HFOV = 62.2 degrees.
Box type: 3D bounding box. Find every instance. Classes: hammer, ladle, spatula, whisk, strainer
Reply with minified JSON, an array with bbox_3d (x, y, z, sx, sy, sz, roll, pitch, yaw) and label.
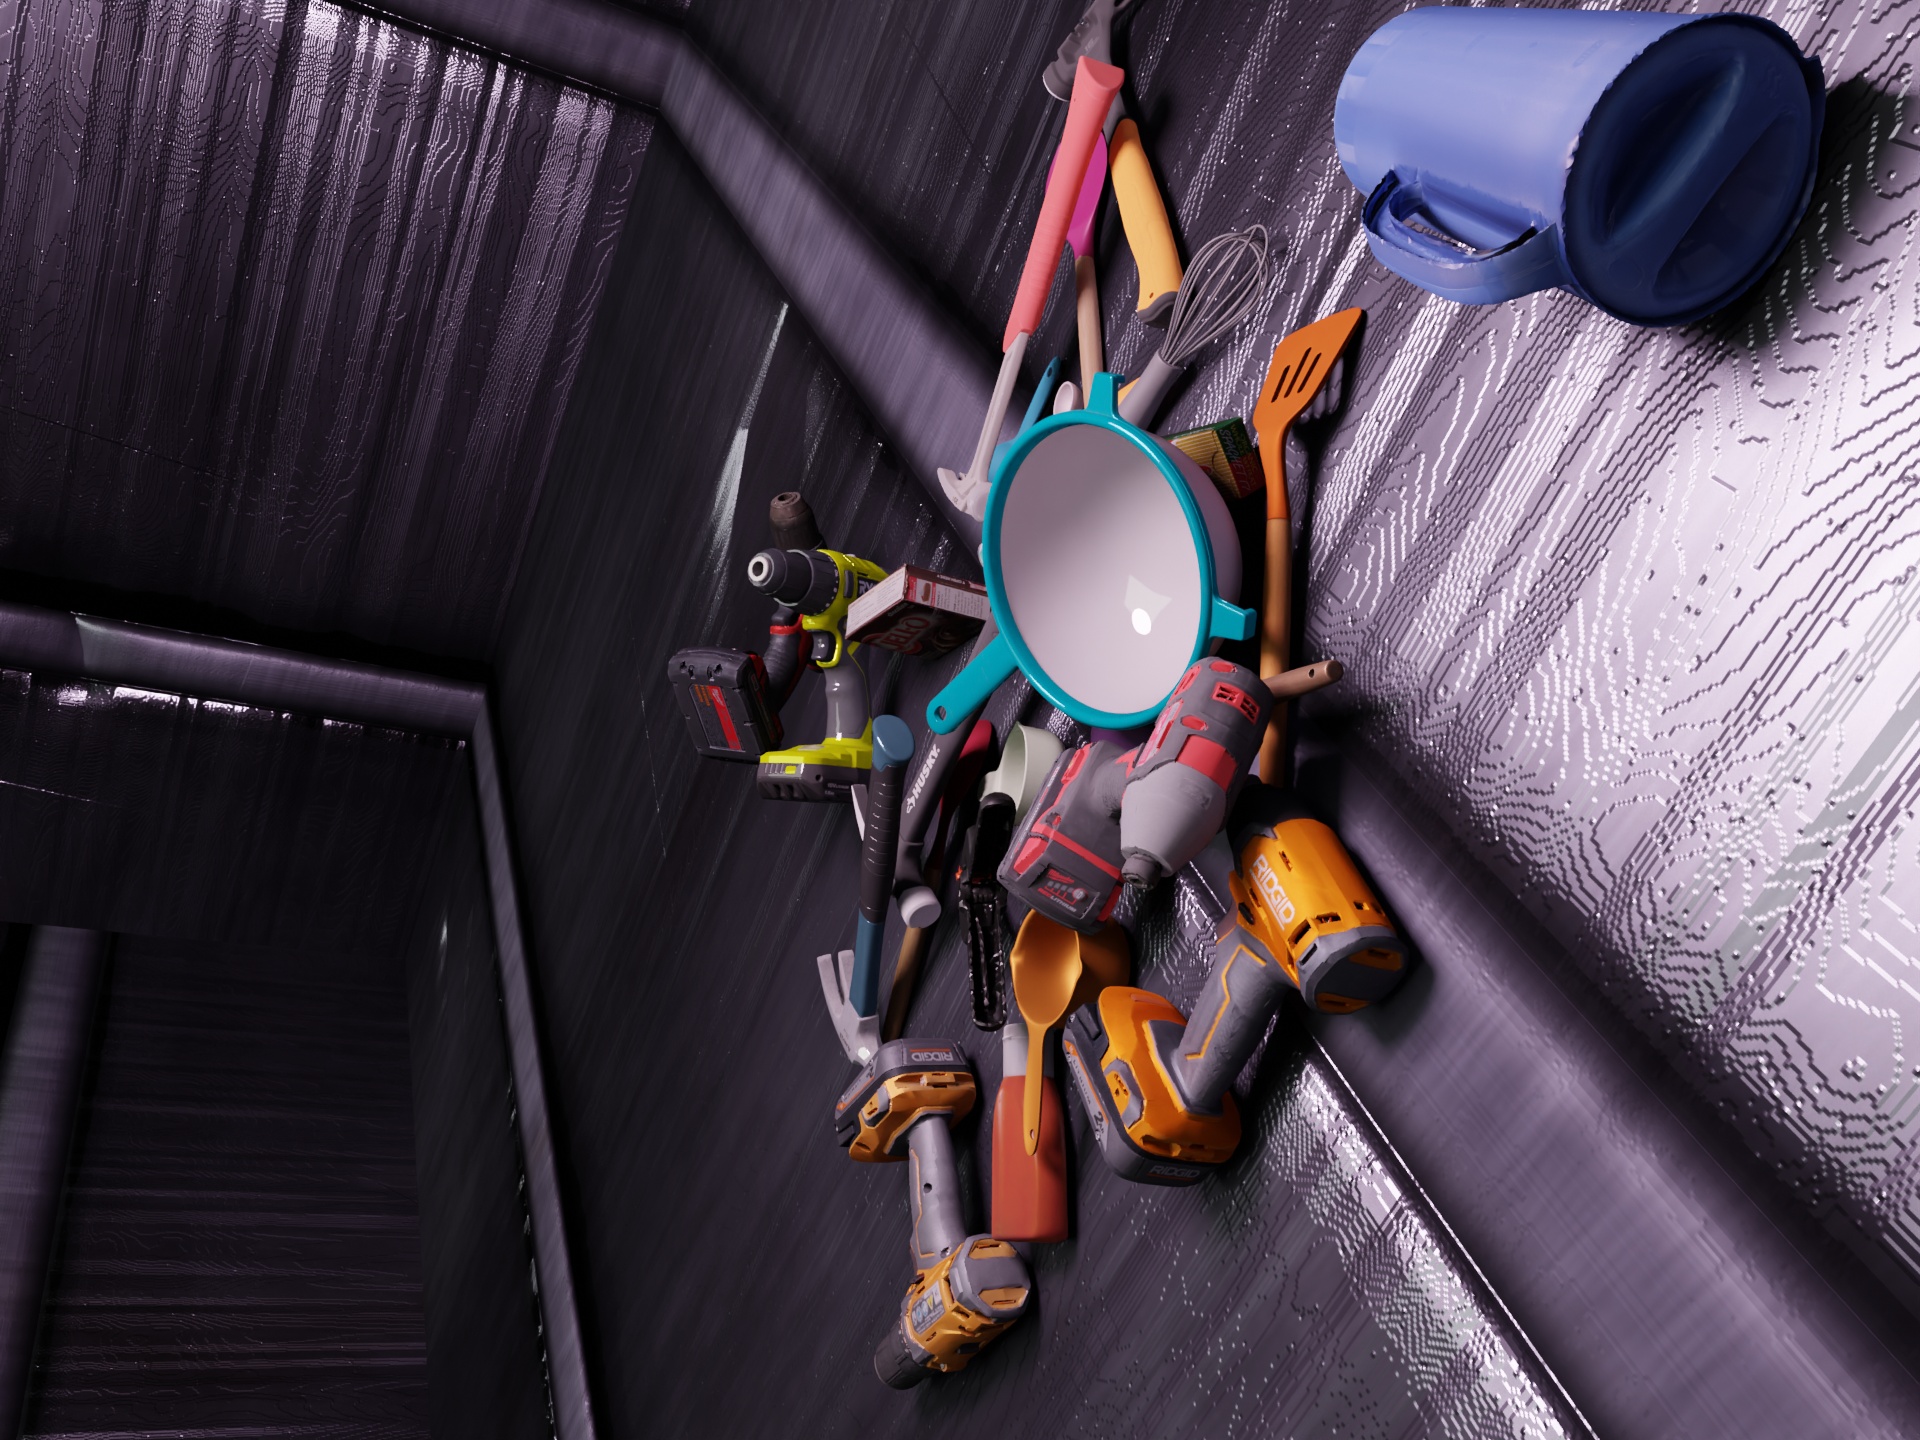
[{"bbox_3d":[0.135,-0.440,1.233,0.127,0.034,0.337,-43,45,43],"label":"hammer"},{"bbox_3d":[-0.029,0.148,1.347,0.069,0.031,0.315,-130,53,-71],"label":"ladle"},{"bbox_3d":[0.153,0.000,1.030,0.316,0.018,0.060,154,119,-67],"label":"spatula"},{"bbox_3d":[0.056,-0.341,1.274,0.149,0.036,0.359,-117,42,-65],"label":"hammer"},{"bbox_3d":[0.151,-0.255,1.134,0.238,0.055,0.055,125,145,-46],"label":"whisk"},{"bbox_3d":[-0.069,0.146,1.291,0.128,0.033,0.330,49,139,47],"label":"hammer"},{"bbox_3d":[0.086,-0.078,1.112,0.340,0.095,0.211,-43,70,51],"label":"strainer"},{"bbox_3d":[-0.002,-0.004,1.265,0.146,0.035,0.334,58,133,44],"label":"hammer"},{"bbox_3d":[0.206,-0.099,0.993,0.081,0.041,0.323,-8,77,62],"label":"spatula"}]

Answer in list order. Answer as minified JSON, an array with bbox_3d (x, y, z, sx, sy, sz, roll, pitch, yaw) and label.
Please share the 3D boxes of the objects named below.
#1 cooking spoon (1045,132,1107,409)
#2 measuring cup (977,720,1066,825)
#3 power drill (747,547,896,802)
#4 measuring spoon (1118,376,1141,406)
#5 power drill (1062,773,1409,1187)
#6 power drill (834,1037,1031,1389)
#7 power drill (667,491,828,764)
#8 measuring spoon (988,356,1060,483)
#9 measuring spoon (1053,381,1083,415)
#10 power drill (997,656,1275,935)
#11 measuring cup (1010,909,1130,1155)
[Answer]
[{"bbox_3d":[0.102,-0.350,1.285,0.069,0.017,0.319,-22,60,41],"label":"cooking spoon"},{"bbox_3d":[0.046,0.050,1.241,0.167,0.038,0.083,145,132,-76],"label":"measuring cup"},{"bbox_3d":[-0.124,-0.041,1.432,0.080,0.190,0.228,0,85,34],"label":"power drill"},{"bbox_3d":[0.111,-0.238,1.208,0.117,0.011,0.021,-26,59,42],"label":"measuring spoon"},{"bbox_3d":[0.153,0.149,0.942,0.226,0.084,0.164,-57,33,29],"label":"power drill"},{"bbox_3d":[-0.032,0.382,1.216,0.185,0.084,0.226,-56,39,40],"label":"power drill"},{"bbox_3d":[-0.178,-0.087,1.488,0.227,0.080,0.187,-56,-38,-44],"label":"power drill"},{"bbox_3d":[0.050,-0.253,1.345,0.128,0.021,0.042,-63,31,32],"label":"measuring spoon"},{"bbox_3d":[0.078,-0.214,1.292,0.034,0.018,0.124,-120,41,-57],"label":"measuring spoon"},{"bbox_3d":[0.105,0.057,0.979,0.143,0.078,0.219,-61,7,-24],"label":"power drill"},{"bbox_3d":[0.075,0.212,1.098,0.095,0.052,0.174,-6,77,62],"label":"measuring cup"}]
